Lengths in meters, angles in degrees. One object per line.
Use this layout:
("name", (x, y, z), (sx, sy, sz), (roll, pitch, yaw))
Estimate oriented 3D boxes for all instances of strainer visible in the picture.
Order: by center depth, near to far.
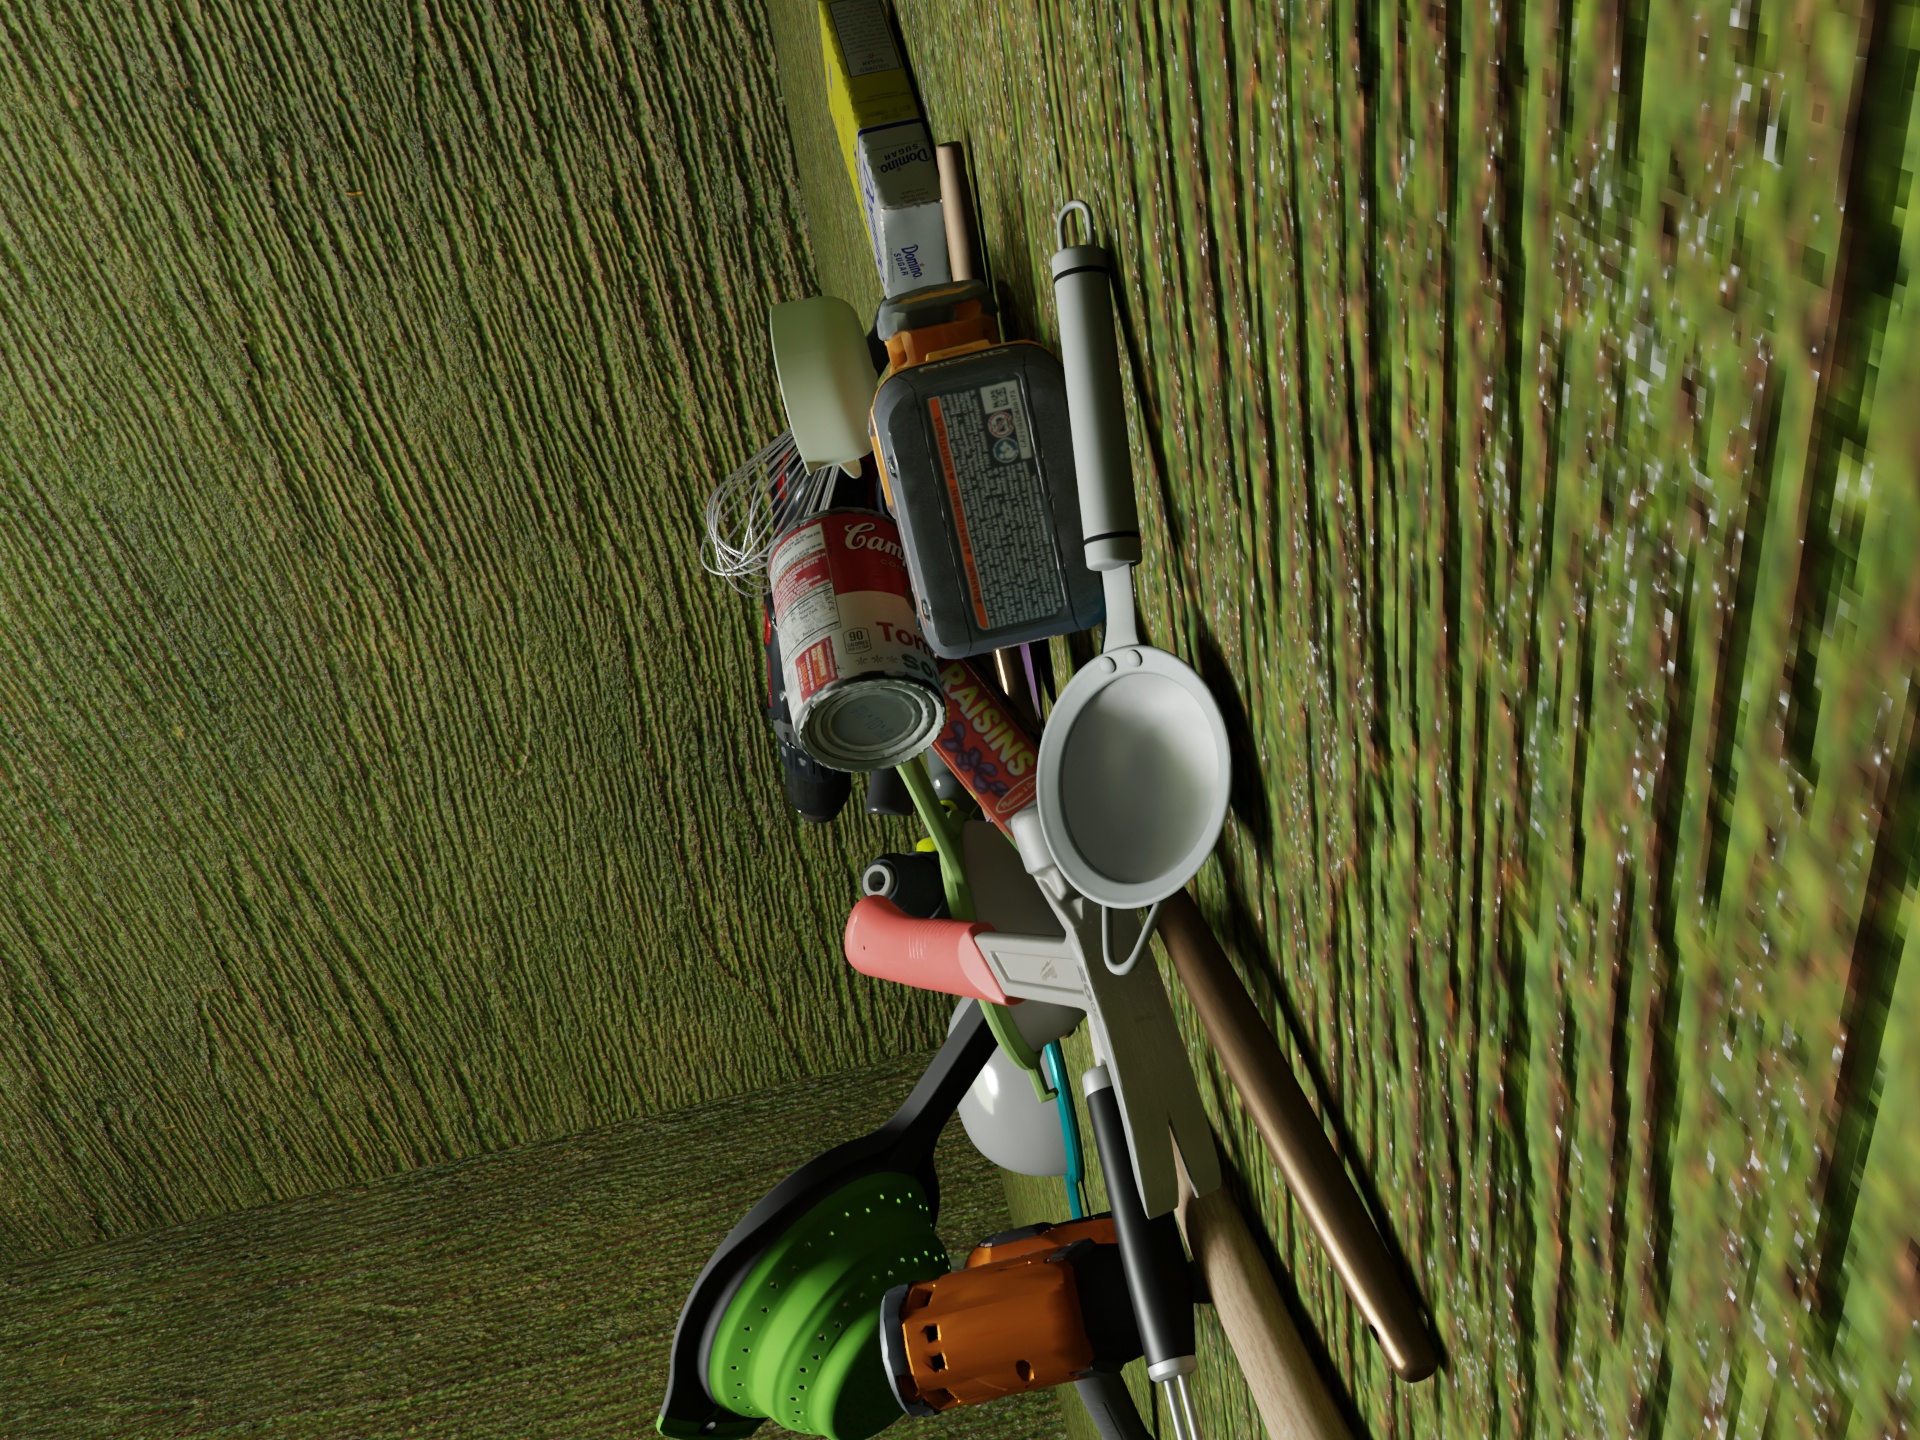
("strainer", (0.054, -0.048, 0.528), (0.087, 0.050, 0.258), (-11, 84, 48))
("strainer", (0.028, 0.079, 0.857), (0.152, 0.069, 0.256), (-99, -11, -46))
("strainer", (0.052, 0.377, 1.409), (0.211, 0.095, 0.340), (99, 159, -78))

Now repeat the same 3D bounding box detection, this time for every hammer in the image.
("hammer", (0.102, 0.204, 0.680), (0.331, 0.031, 0.130), (-113, 12, -68))
("hammer", (0.008, 0.117, 0.716), (0.359, 0.036, 0.149), (159, 94, -72))
("hammer", (-0.036, -0.096, 1.055), (0.146, 0.035, 0.335), (96, 177, -70))
("hammer", (0.090, 0.456, 1.136), (0.033, 0.128, 0.330), (-105, -4, -49))

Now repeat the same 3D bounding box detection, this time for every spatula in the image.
("spatula", (0.089, 0.073, 0.543), (0.318, 0.044, 0.082), (-114, 12, -47))
("spatula", (0.019, -0.147, 0.854), (0.060, 0.018, 0.315), (-93, -7, -61))

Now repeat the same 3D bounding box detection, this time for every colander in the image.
("colander", (-0.020, 0.296, 0.968), (0.095, 0.397, 0.204), (31, 175, 36))

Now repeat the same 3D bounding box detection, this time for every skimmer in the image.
("skimmer", (0.070, 0.299, 0.572), (0.127, 0.090, 0.364), (-45, 46, 44))

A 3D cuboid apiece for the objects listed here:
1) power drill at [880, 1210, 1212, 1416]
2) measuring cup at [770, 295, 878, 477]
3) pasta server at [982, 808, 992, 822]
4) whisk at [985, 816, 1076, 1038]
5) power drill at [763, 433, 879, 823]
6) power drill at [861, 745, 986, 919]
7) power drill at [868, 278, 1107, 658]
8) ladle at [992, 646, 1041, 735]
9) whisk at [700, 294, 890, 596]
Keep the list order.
("power drill", (0.062, 0.308, 0.845), (0.226, 0.164, 0.084), (51, -156, -71))
("measuring cup", (-0.052, -0.148, 0.766), (0.167, 0.038, 0.083), (42, -143, -79))
("pasta server", (-0.002, -0.003, 0.954), (0.316, 0.040, 0.060), (75, -179, -60))
("whisk", (0.057, 0.136, 1.084), (0.047, 0.051, 0.244), (-76, -20, -46))
("power drill", (-0.091, -0.064, 1.046), (0.227, 0.080, 0.187), (-91, 3, -47))
("power drill", (-0.019, 0.050, 1.122), (0.190, 0.080, 0.229), (23, -130, -55))
("power drill", (0.011, -0.097, 0.726), (0.226, 0.084, 0.185), (-102, -1, -69))
("ladle", (0.014, -0.052, 0.965), (0.078, 0.062, 0.320), (12, 118, 67))
("whisk", (-0.077, -0.187, 0.963), (0.070, 0.070, 0.285), (83, -152, -52))
